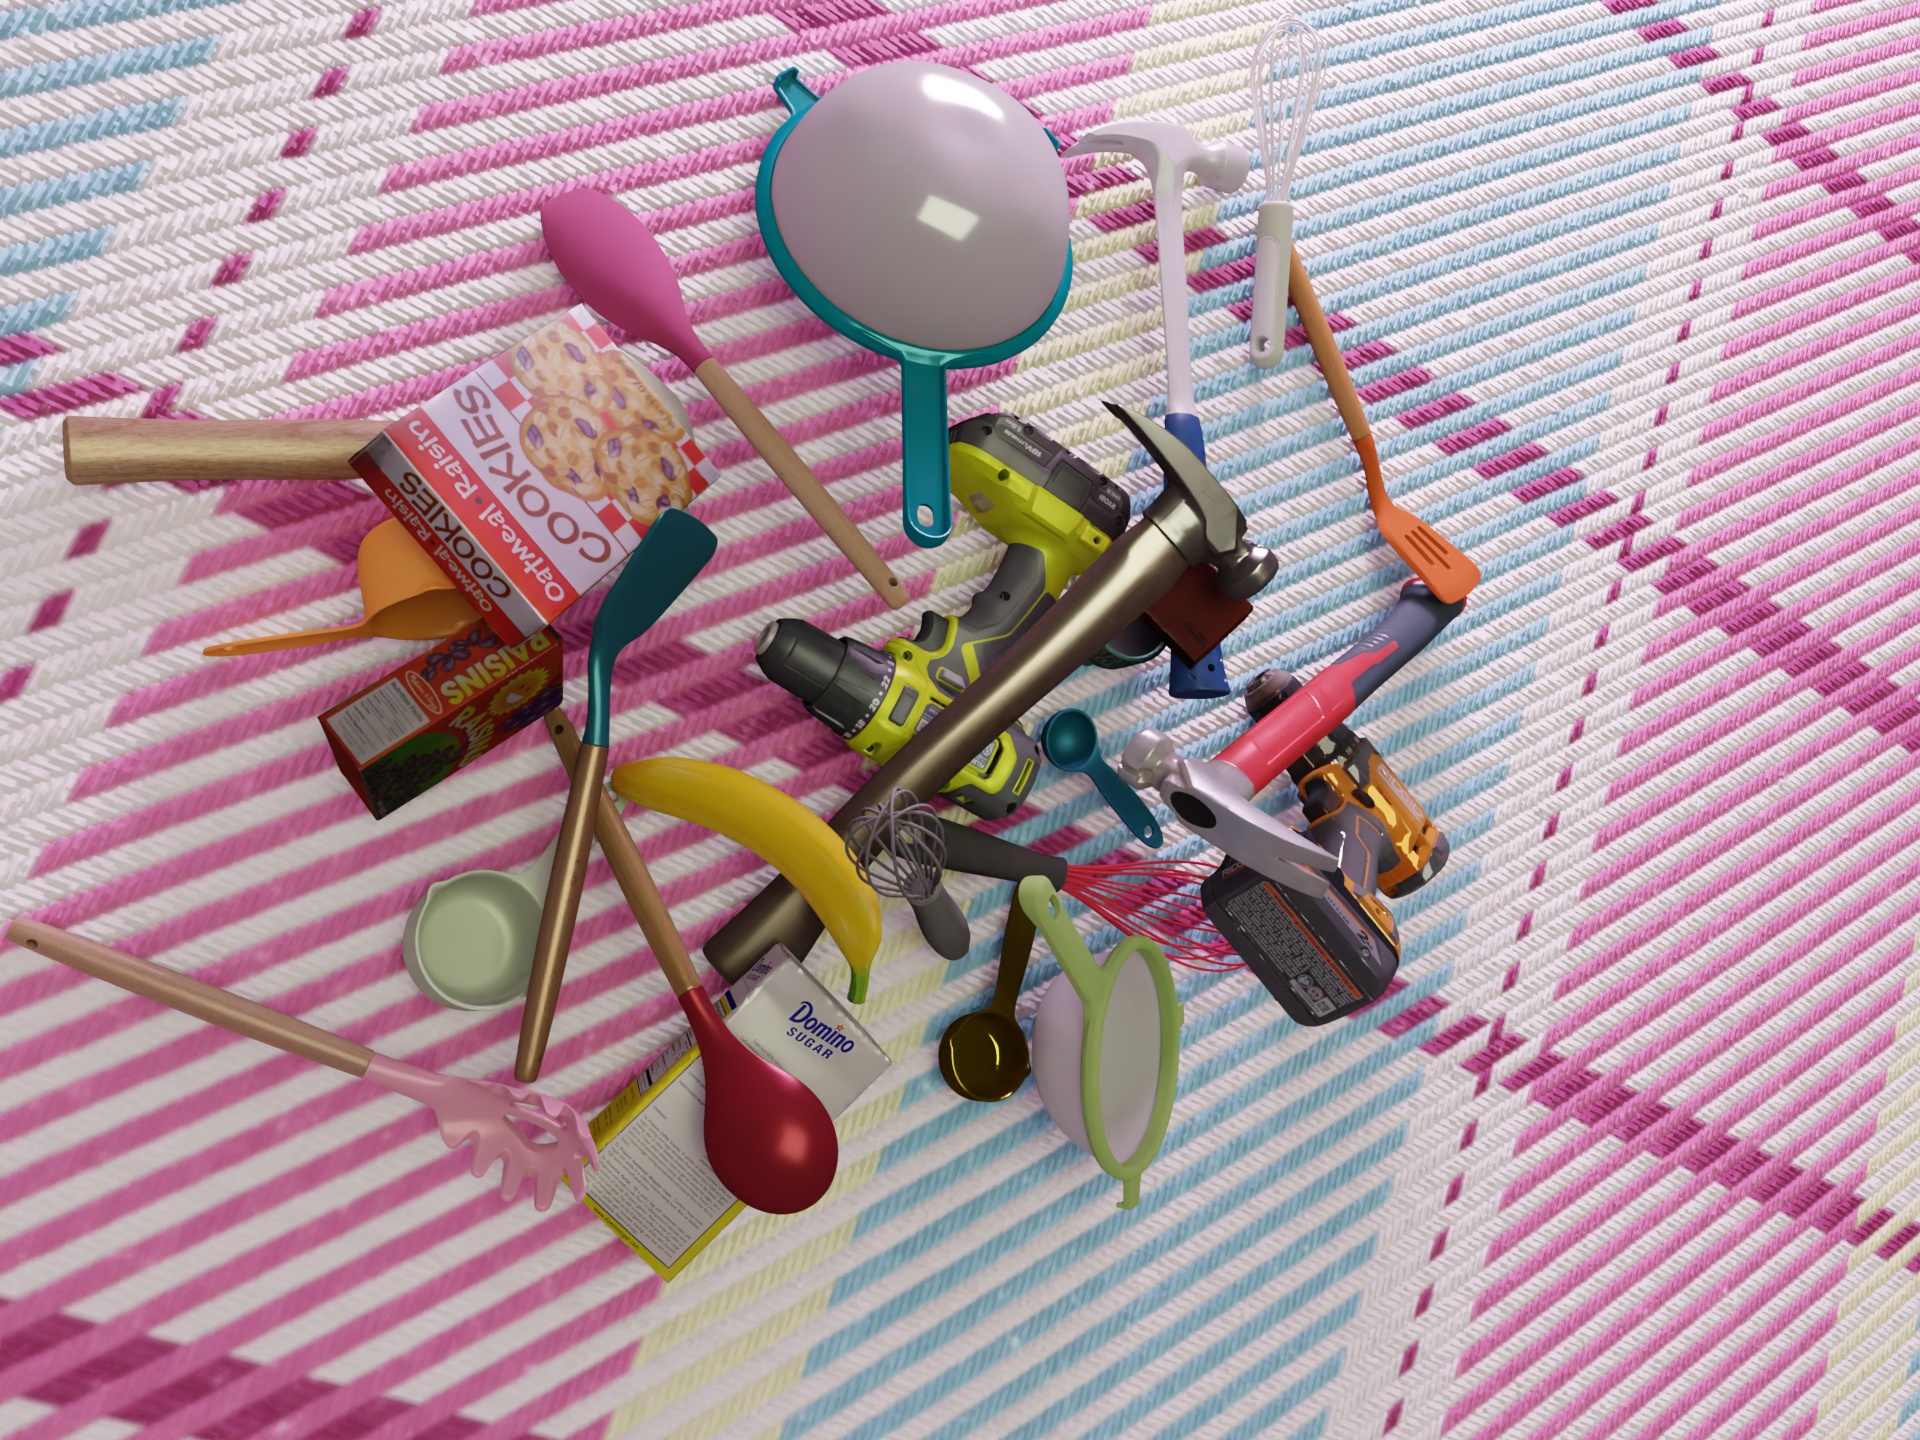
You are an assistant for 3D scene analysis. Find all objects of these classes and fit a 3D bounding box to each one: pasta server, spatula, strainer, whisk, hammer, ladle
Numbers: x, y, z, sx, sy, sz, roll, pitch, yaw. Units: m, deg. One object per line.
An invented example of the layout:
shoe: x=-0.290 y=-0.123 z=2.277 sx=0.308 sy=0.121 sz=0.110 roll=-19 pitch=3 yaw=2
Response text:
pasta server: x=-0.335 y=0.172 z=0.825 sx=0.316 sy=0.040 sz=0.060 roll=26 pitch=107 yaw=-14
spatula: x=0.297 y=-0.235 z=1.177 sx=0.081 sy=0.041 sz=0.322 roll=-30 pitch=98 yaw=-48
strainer: x=0.065 y=0.176 z=0.973 sx=0.256 sy=0.069 sz=0.152 roll=61 pitch=39 yaw=-41
spatula: x=-0.195 y=0.041 z=0.867 sx=0.044 sy=0.082 sz=0.317 roll=10 pitch=85 yaw=12
whisk: x=-0.021 y=0.099 z=0.913 sx=0.055 sy=0.238 sz=0.055 roll=-4 pitch=65 yaw=8
hammer: x=-0.310 y=-0.153 z=0.884 sx=0.331 sy=0.031 sz=0.130 roll=-4 pitch=88 yaw=-26
whisk: x=0.081 y=0.106 z=1.033 sx=0.295 sy=0.073 sz=0.073 roll=17 pitch=79 yaw=-21
hammer: x=0.265 y=-0.012 z=1.062 sx=0.143 sy=0.038 sz=0.386 roll=33 pitch=40 yaw=23
hammer: x=0.145 y=-0.217 z=1.081 sx=0.144 sy=0.035 sz=0.406 roll=3 pitch=79 yaw=-30
whisk: x=0.227 y=-0.376 z=1.138 sx=0.059 sy=0.058 sz=0.246 roll=-7 pitch=102 yaw=-56
ladle: x=-0.160 y=0.127 z=0.881 sx=0.069 sy=0.031 sz=0.315 roll=-30 pitch=76 yaw=-1
hammer: x=-0.001 y=-0.003 z=0.938 sx=0.410 sy=0.038 sz=0.146 roll=-44 pitch=110 yaw=0
strainer: x=-0.012 y=-0.270 z=0.948 sx=0.211 sy=0.095 sz=0.341 roll=7 pitch=65 yaw=-18

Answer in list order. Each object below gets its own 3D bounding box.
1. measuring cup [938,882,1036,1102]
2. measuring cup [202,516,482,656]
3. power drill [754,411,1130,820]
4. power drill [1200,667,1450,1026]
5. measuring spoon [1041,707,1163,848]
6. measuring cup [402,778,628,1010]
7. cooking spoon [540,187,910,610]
measuring cup: x=0.024 y=0.169 z=1.027 sx=0.062 sy=0.029 sz=0.157 roll=26 pitch=63 yaw=-23
measuring cup: x=-0.321 y=-0.073 z=0.856 sx=0.173 sy=0.095 sz=0.052 roll=-11 pitch=80 yaw=-6
power drill: x=-0.007 y=-0.075 z=1.000 sx=0.190 sy=0.080 sz=0.228 roll=31 pitch=76 yaw=-20
power drill: x=0.235 y=0.073 z=1.061 sx=0.185 sy=0.084 sz=0.226 roll=50 pitch=37 yaw=-3
measuring spoon: x=0.095 y=0.042 z=1.074 sx=0.128 sy=0.021 sz=0.042 roll=49 pitch=67 yaw=-24
measuring cup: x=-0.245 y=0.093 z=0.898 sx=0.083 sy=0.038 sz=0.168 roll=50 pitch=52 yaw=-17
cooking spoon: x=-0.135 y=-0.191 z=0.942 sx=0.069 sy=0.017 sz=0.319 roll=-39 pitch=89 yaw=-33
